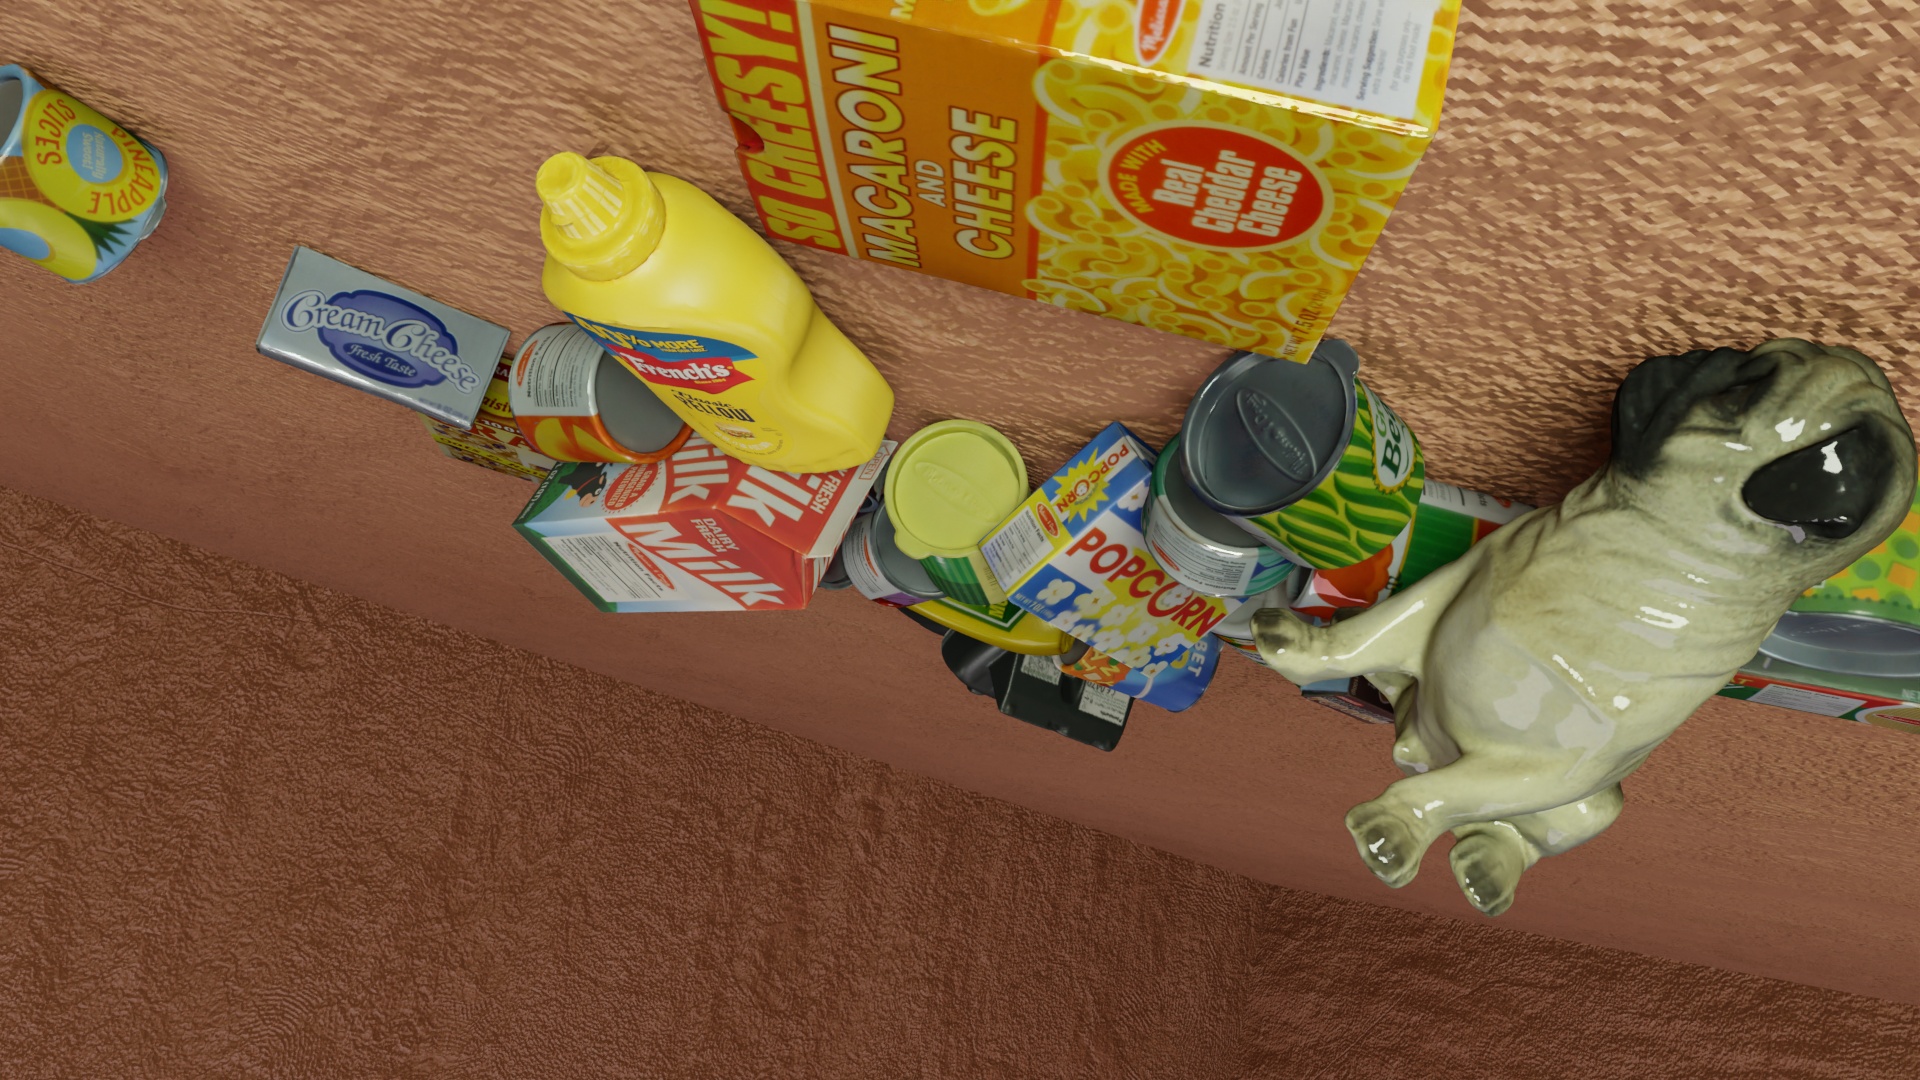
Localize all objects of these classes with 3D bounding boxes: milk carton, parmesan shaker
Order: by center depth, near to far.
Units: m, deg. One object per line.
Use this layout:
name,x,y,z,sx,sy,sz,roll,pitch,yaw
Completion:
milk carton,-0.116,-0.015,0.661,0.190,0.073,0.073,-3,137,38
parmesan shaker,0.002,-0.009,0.681,0.071,0.071,0.103,13,166,11

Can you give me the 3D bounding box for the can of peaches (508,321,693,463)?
can of peaches,-0.159,-0.068,0.635,0.058,0.071,0.071,3,161,38

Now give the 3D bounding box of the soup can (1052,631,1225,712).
soup can,0.109,0.061,0.856,0.084,0.071,0.071,21,165,-21

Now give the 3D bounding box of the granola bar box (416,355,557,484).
granola bar box,-0.217,-0.057,0.793,0.166,0.039,0.124,17,166,-6

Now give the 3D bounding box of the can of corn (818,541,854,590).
can of corn,-0.092,-0.007,0.797,0.058,0.071,0.071,3,161,41

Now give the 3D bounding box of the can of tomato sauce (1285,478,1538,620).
can of tomato sauce,0.181,0.009,0.560,0.083,0.071,0.071,15,166,3

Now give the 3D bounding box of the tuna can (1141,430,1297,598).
tuna can,0.107,-0.015,0.547,0.071,0.071,0.032,14,149,7

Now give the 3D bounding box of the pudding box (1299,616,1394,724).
pudding box,0.190,0.039,0.639,0.049,0.084,0.030,25,163,-31

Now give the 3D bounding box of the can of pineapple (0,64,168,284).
can of pineapple,-0.361,-0.145,0.549,0.071,0.071,0.057,7,163,30

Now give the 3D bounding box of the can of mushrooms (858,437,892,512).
can of mushrooms,-0.072,-0.042,0.710,0.071,0.033,0.071,15,167,4

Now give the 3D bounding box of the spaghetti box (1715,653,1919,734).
spaghetti box,0.340,0.051,0.642,0.250,0.029,0.050,11,165,18

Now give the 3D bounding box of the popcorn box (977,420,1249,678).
popcorn box,0.079,0.008,0.635,0.126,0.085,0.038,30,-157,-46

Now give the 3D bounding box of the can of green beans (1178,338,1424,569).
can of green beans,0.120,-0.029,0.485,0.071,0.071,0.058,2,161,43

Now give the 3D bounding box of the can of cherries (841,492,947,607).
can of cherries,-0.024,0.002,0.766,0.071,0.071,0.058,20,165,-17

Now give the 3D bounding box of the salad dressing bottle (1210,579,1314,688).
salad dressing bottle,0.183,0.053,0.787,0.064,0.044,0.147,7,164,35

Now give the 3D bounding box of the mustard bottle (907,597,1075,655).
mustard bottle,-0.005,0.022,0.828,0.160,0.065,0.048,15,170,15

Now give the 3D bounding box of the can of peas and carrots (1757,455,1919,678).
can of peas and carrots,0.294,0.008,0.458,0.071,0.059,0.070,15,166,4

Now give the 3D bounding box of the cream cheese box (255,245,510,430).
cream cheese box,-0.279,-0.097,0.674,0.104,0.053,0.024,22,166,-24

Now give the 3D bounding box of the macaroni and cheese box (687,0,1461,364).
macaroni and cheese box,0.023,-0.103,0.354,0.166,0.040,0.123,14,165,5
